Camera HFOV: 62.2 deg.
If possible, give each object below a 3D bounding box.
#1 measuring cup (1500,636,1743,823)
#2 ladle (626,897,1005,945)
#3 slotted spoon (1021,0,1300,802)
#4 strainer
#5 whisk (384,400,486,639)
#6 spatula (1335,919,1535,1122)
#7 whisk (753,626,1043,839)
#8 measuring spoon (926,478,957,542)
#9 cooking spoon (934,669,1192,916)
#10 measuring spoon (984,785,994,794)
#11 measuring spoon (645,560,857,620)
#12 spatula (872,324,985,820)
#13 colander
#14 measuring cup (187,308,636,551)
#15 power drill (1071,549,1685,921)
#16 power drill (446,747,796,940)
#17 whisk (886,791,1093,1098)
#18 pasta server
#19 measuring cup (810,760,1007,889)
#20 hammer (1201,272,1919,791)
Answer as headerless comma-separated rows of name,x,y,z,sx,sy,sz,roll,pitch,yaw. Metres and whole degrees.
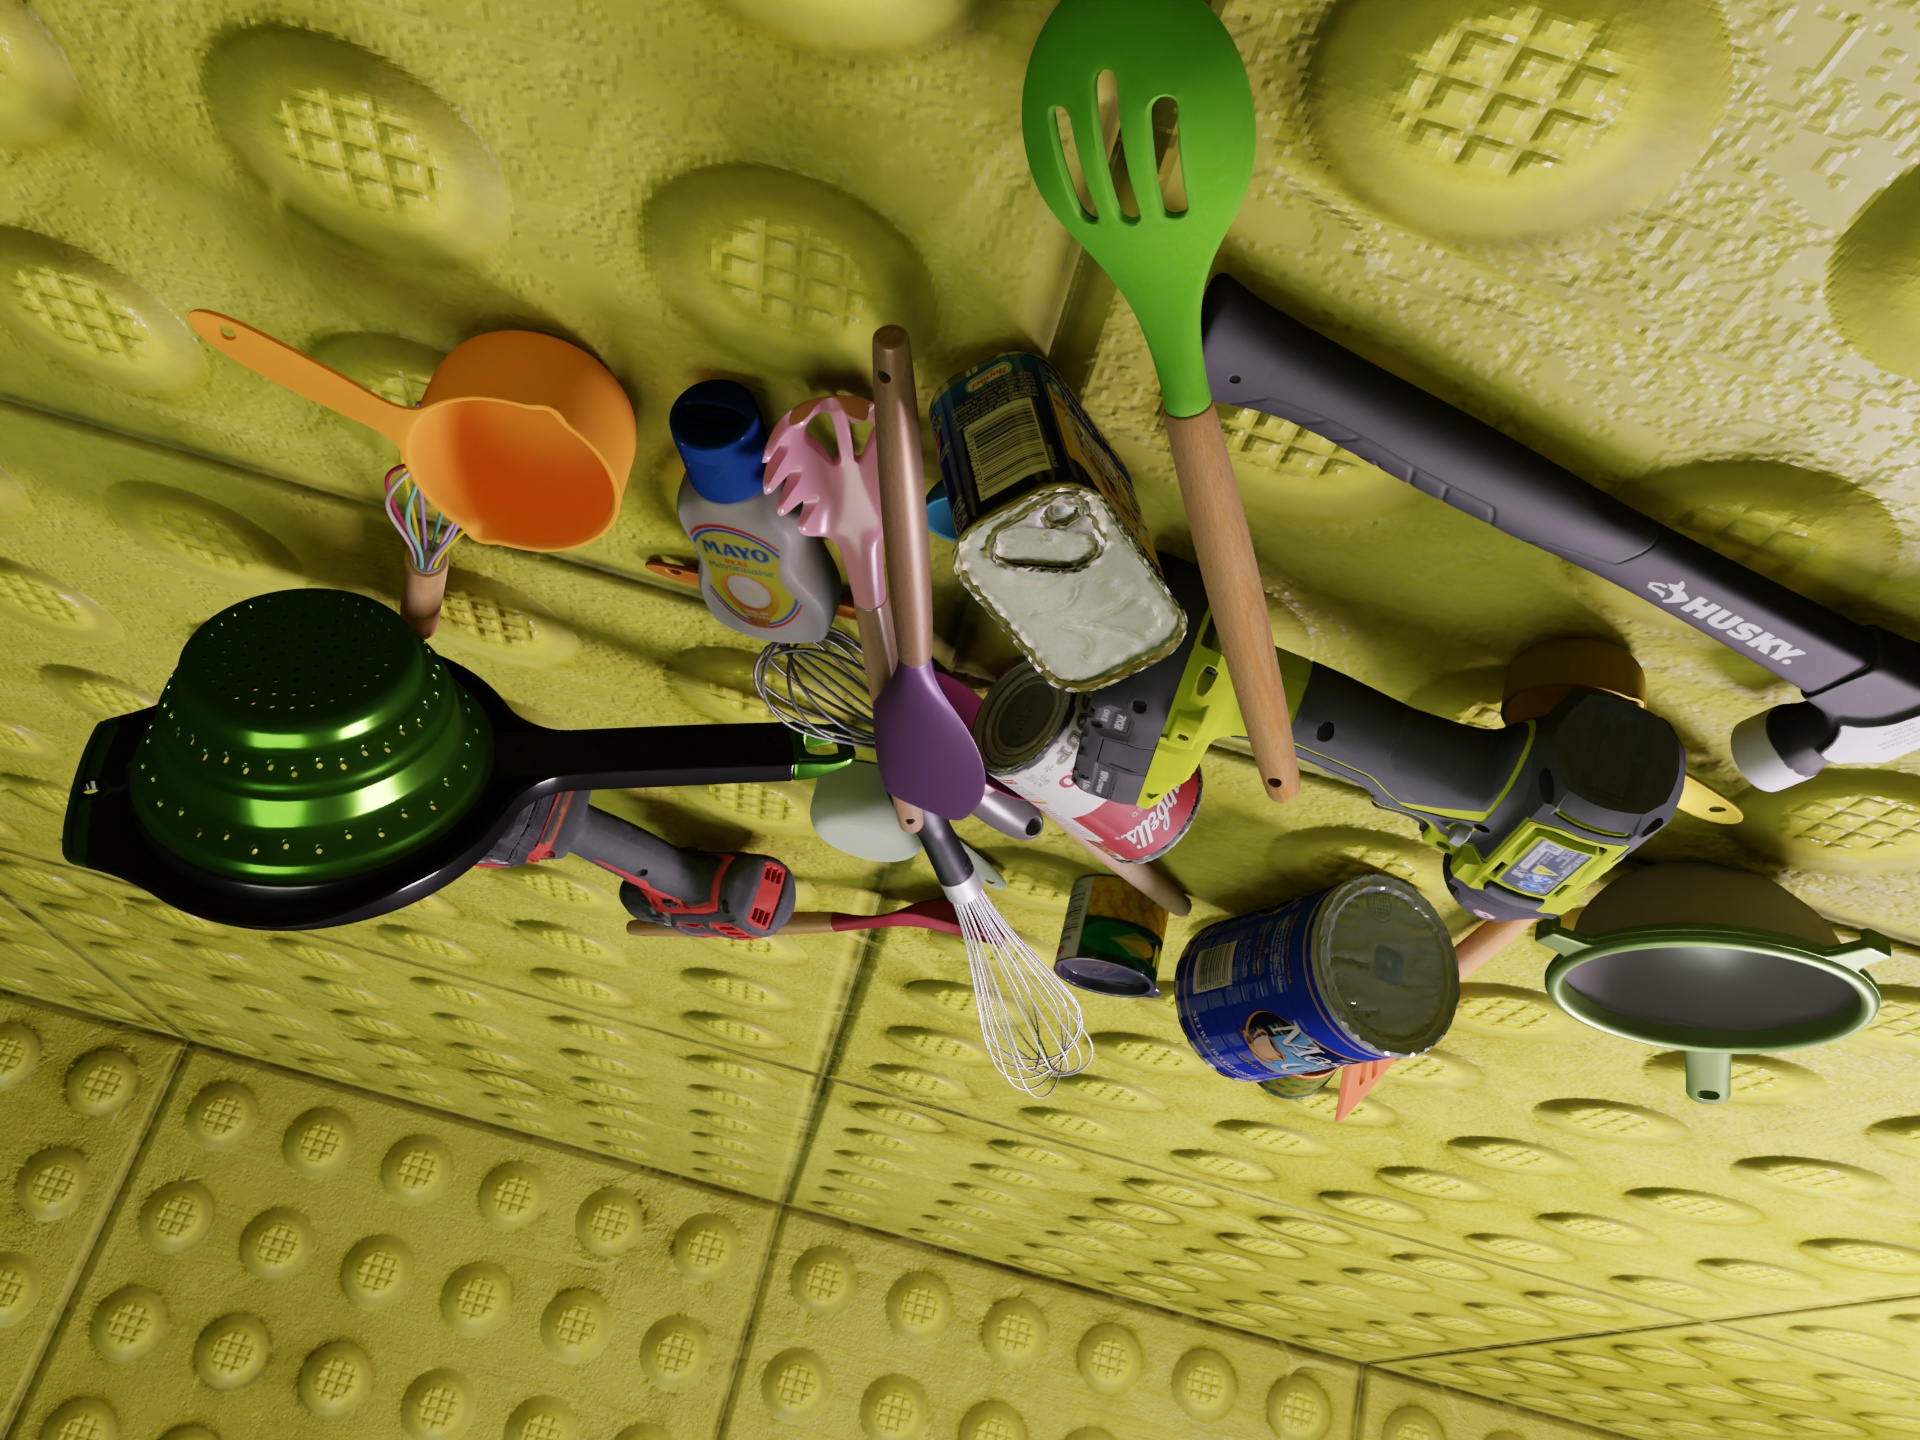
measuring cup,0.294,0.006,0.689,0.156,0.029,0.062,27,153,-30
ladle,-0.113,0.149,1.159,0.315,0.031,0.069,-4,158,25
slotted spoon,0.082,-0.082,0.521,0.070,0.031,0.313,5,137,29
strainer,0.396,0.137,0.843,0.151,0.069,0.256,-1,151,25
whisk,-0.261,-0.085,0.787,0.047,0.051,0.245,16,158,-16
spatula,0.300,0.172,0.992,0.041,0.081,0.322,44,153,14
whisk,-0.025,0.015,0.856,0.055,0.055,0.238,-7,150,38
measuring spoon,0.020,-0.075,0.690,0.042,0.021,0.128,-2,159,20
cooking spoon,0.061,0.055,0.885,0.017,0.069,0.318,-30,143,17
measuring spoon,-0.001,-0.003,0.828,0.018,0.034,0.124,-9,142,22
measuring spoon,-0.099,-0.067,0.775,0.117,0.011,0.021,13,166,12
spatula,-0.018,-0.042,0.671,0.060,0.018,0.315,21,149,15
colander,-0.247,-0.004,0.820,0.397,0.205,0.094,-2,132,-15
measuring cup,-0.213,-0.134,0.638,0.173,0.052,0.095,26,141,-20
power drill,0.167,0.020,0.685,0.223,0.080,0.171,20,157,7
power drill,-0.247,0.093,1.099,0.226,0.080,0.188,29,158,-35
whisk,0.012,0.121,0.963,0.070,0.070,0.284,-3,127,33
pasta server,-0.038,-0.033,0.727,0.060,0.040,0.316,-4,143,3
measuring cup,-0.027,0.081,0.992,0.083,0.038,0.167,-10,143,41
hammer,0.225,-0.069,0.558,0.334,0.035,0.146,24,150,-15
